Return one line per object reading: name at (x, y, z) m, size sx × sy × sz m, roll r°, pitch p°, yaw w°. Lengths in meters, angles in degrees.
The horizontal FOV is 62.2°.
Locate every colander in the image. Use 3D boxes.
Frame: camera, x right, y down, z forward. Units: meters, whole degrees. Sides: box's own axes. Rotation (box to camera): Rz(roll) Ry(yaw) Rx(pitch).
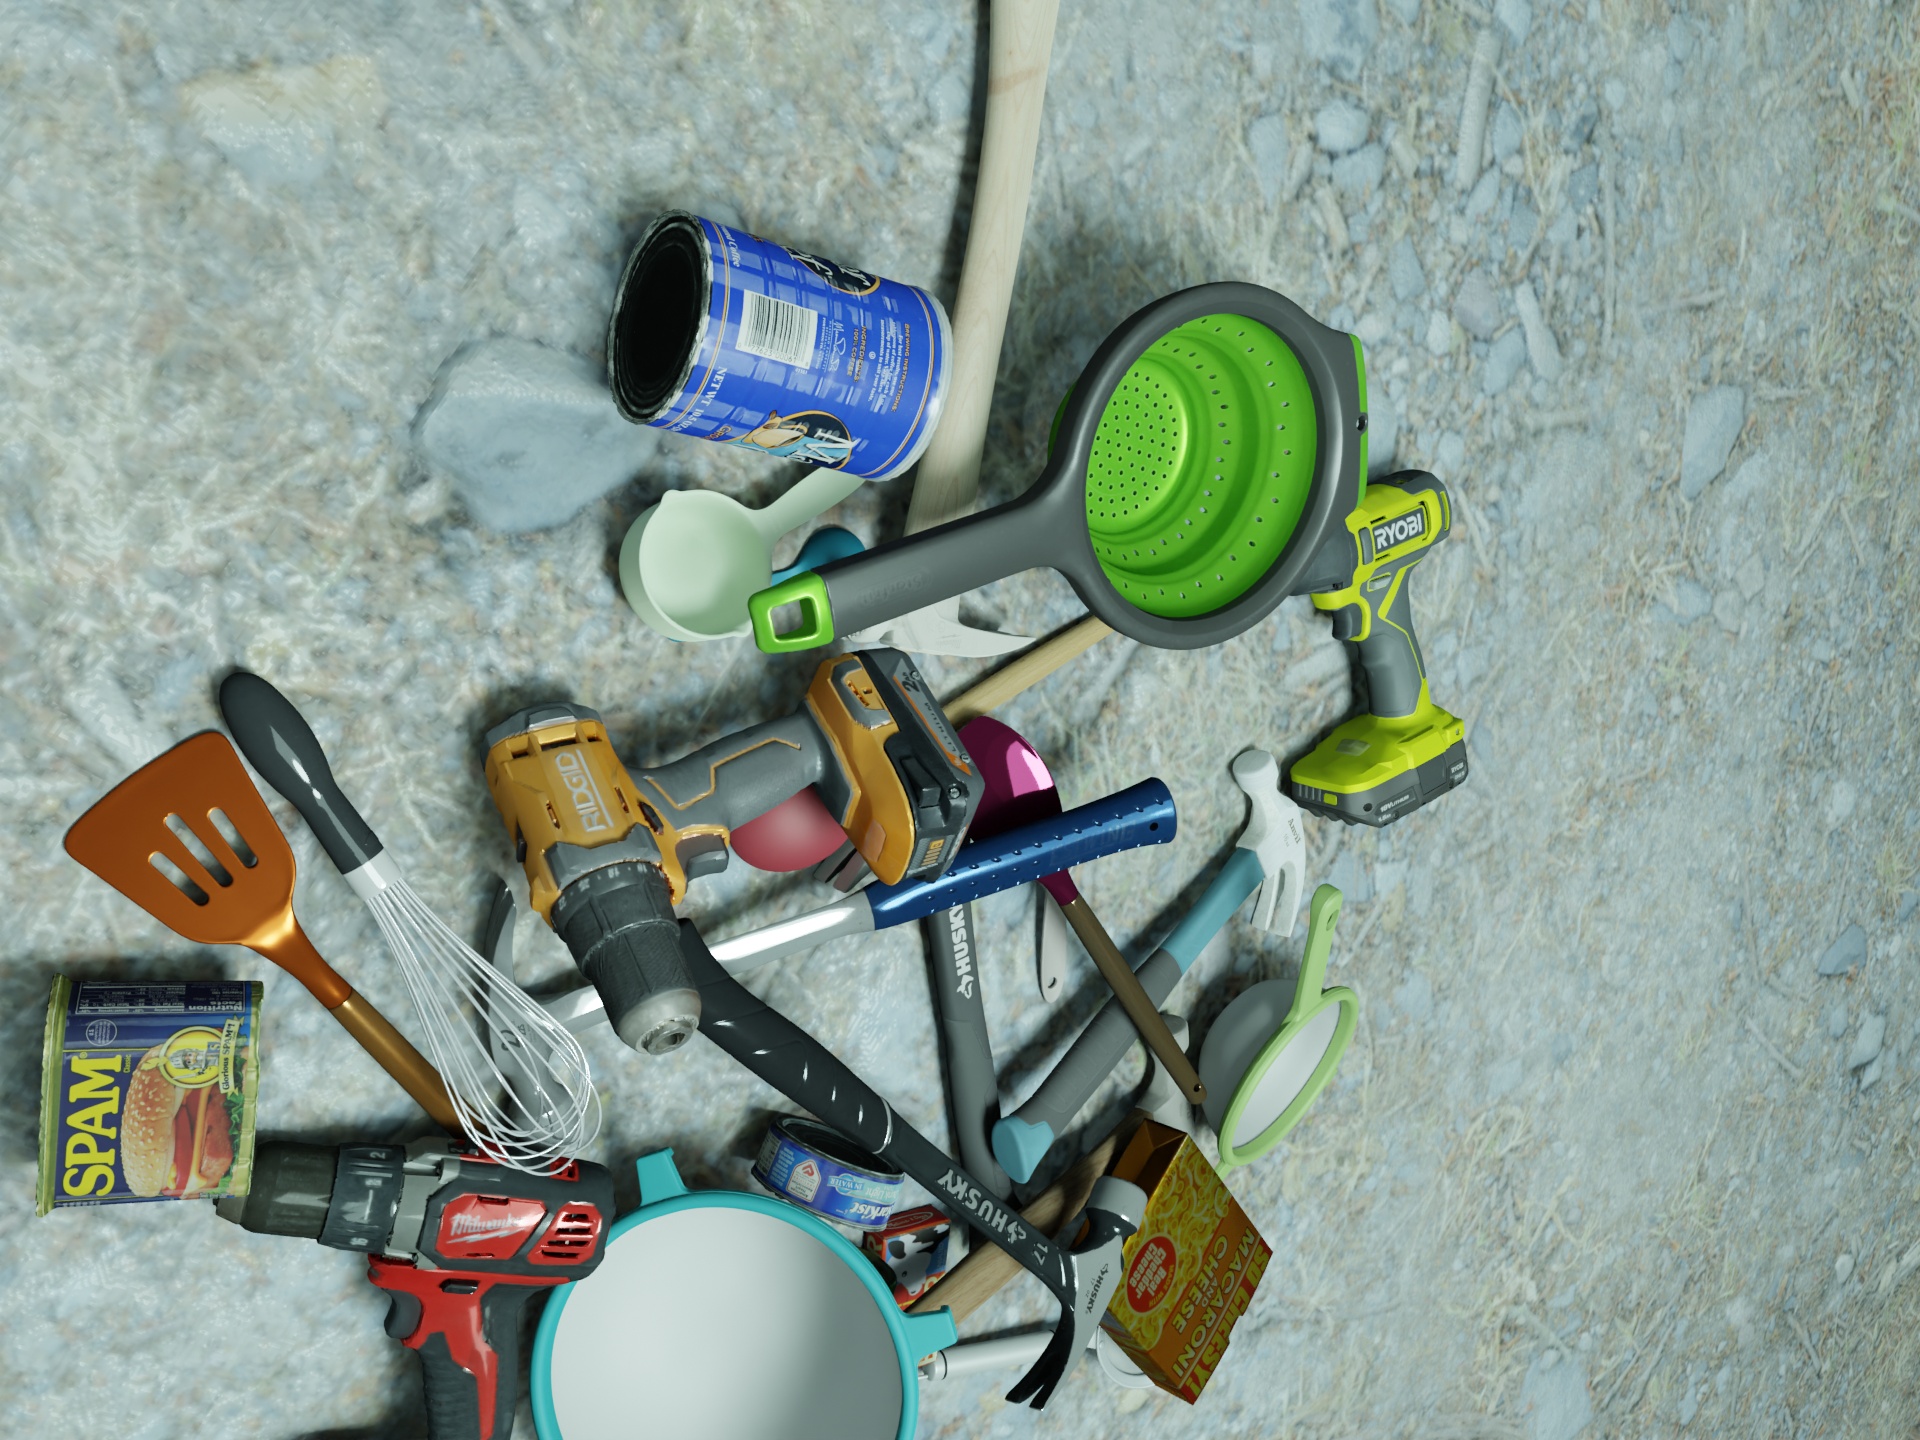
colander at (0.049, -0.123, 0.876) m, size 0.397 × 0.095 × 0.204 m, roll -22°, pitch 119°, yaw -25°

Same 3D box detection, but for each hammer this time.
hammer at (-0.001, 0.198, 0.997) m, size 0.146 × 0.035 × 0.334 m, roll -20°, pitch 113°, yaw -31°
hammer at (0.131, 0.171, 1.066) m, size 0.331 × 0.033 × 0.128 m, roll -45°, pitch 125°, yaw -27°
hammer at (-0.062, 0.103, 0.882) m, size 0.405 × 0.035 × 0.144 m, roll -17°, pitch 111°, yaw -19°
hammer at (0.053, 0.325, 1.031) m, size 0.331 × 0.031 × 0.130 m, roll -29°, pitch 119°, yaw -41°
hammer at (-0.038, 0.238, 0.882) m, size 0.408 × 0.036 × 0.149 m, roll 45°, pitch 55°, yaw -30°
hammer at (0.019, -0.240, 0.890) m, size 0.146 × 0.038 × 0.410 m, roll 5°, pitch 97°, yaw -49°

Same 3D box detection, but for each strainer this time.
strainer at (0.072, 0.431, 1.109) m, size 0.258 × 0.050 × 0.087 m, roll 3°, pitch 93°, yaw -31°
strainer at (0.214, 0.196, 1.101) m, size 0.151 × 0.069 × 0.256 m, roll -30°, pitch 139°, yaw -33°
strainer at (-0.153, 0.410, 0.891) m, size 0.211 × 0.095 × 0.340 m, roll 28°, pitch 95°, yaw 4°

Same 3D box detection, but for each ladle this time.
ladle at (-0.002, -0.003, 0.951) m, size 0.315 × 0.031 × 0.069 m, roll -32°, pitch 119°, yaw -27°

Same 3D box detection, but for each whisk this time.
whisk at (-0.259, 0.098, 0.752) m, size 0.070 × 0.070 × 0.284 m, roll -36°, pitch 107°, yaw -23°

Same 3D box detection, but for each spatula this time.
spatula at (-0.292, 0.147, 0.781) m, size 0.081 × 0.041 × 0.322 m, roll -42°, pitch 127°, yaw -19°

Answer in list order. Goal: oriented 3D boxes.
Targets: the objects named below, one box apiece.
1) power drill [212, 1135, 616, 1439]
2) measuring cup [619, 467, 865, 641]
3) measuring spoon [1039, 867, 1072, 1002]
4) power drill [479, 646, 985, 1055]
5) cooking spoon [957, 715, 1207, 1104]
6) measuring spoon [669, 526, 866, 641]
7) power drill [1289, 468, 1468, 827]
power drill at (-0.286, 0.315, 0.787) m, size 0.187 × 0.080 × 0.227 m, roll 14°, pitch 92°, yaw -22°
measuring cup at (-0.110, -0.101, 0.841) m, size 0.167 × 0.038 × 0.083 m, roll -40°, pitch 110°, yaw -35°
measuring spoon at (0.057, 0.129, 1.037) m, size 0.034 × 0.018 × 0.124 m, roll -17°, pitch 118°, yaw -32°
power drill at (-0.102, 0.058, 0.789) m, size 0.226 × 0.186 × 0.084 m, roll -13°, pitch 145°, yaw -28°
cooking spoon at (0.078, 0.128, 0.988) m, size 0.069 × 0.017 × 0.318 m, roll -45°, pitch 116°, yaw -25°
measuring spoon at (-0.100, -0.068, 0.862) m, size 0.128 × 0.021 × 0.042 m, roll -27°, pitch 116°, yaw -29°
power drill at (0.278, -0.047, 1.114) m, size 0.171 × 0.080 × 0.223 m, roll -23°, pitch 111°, yaw -30°
